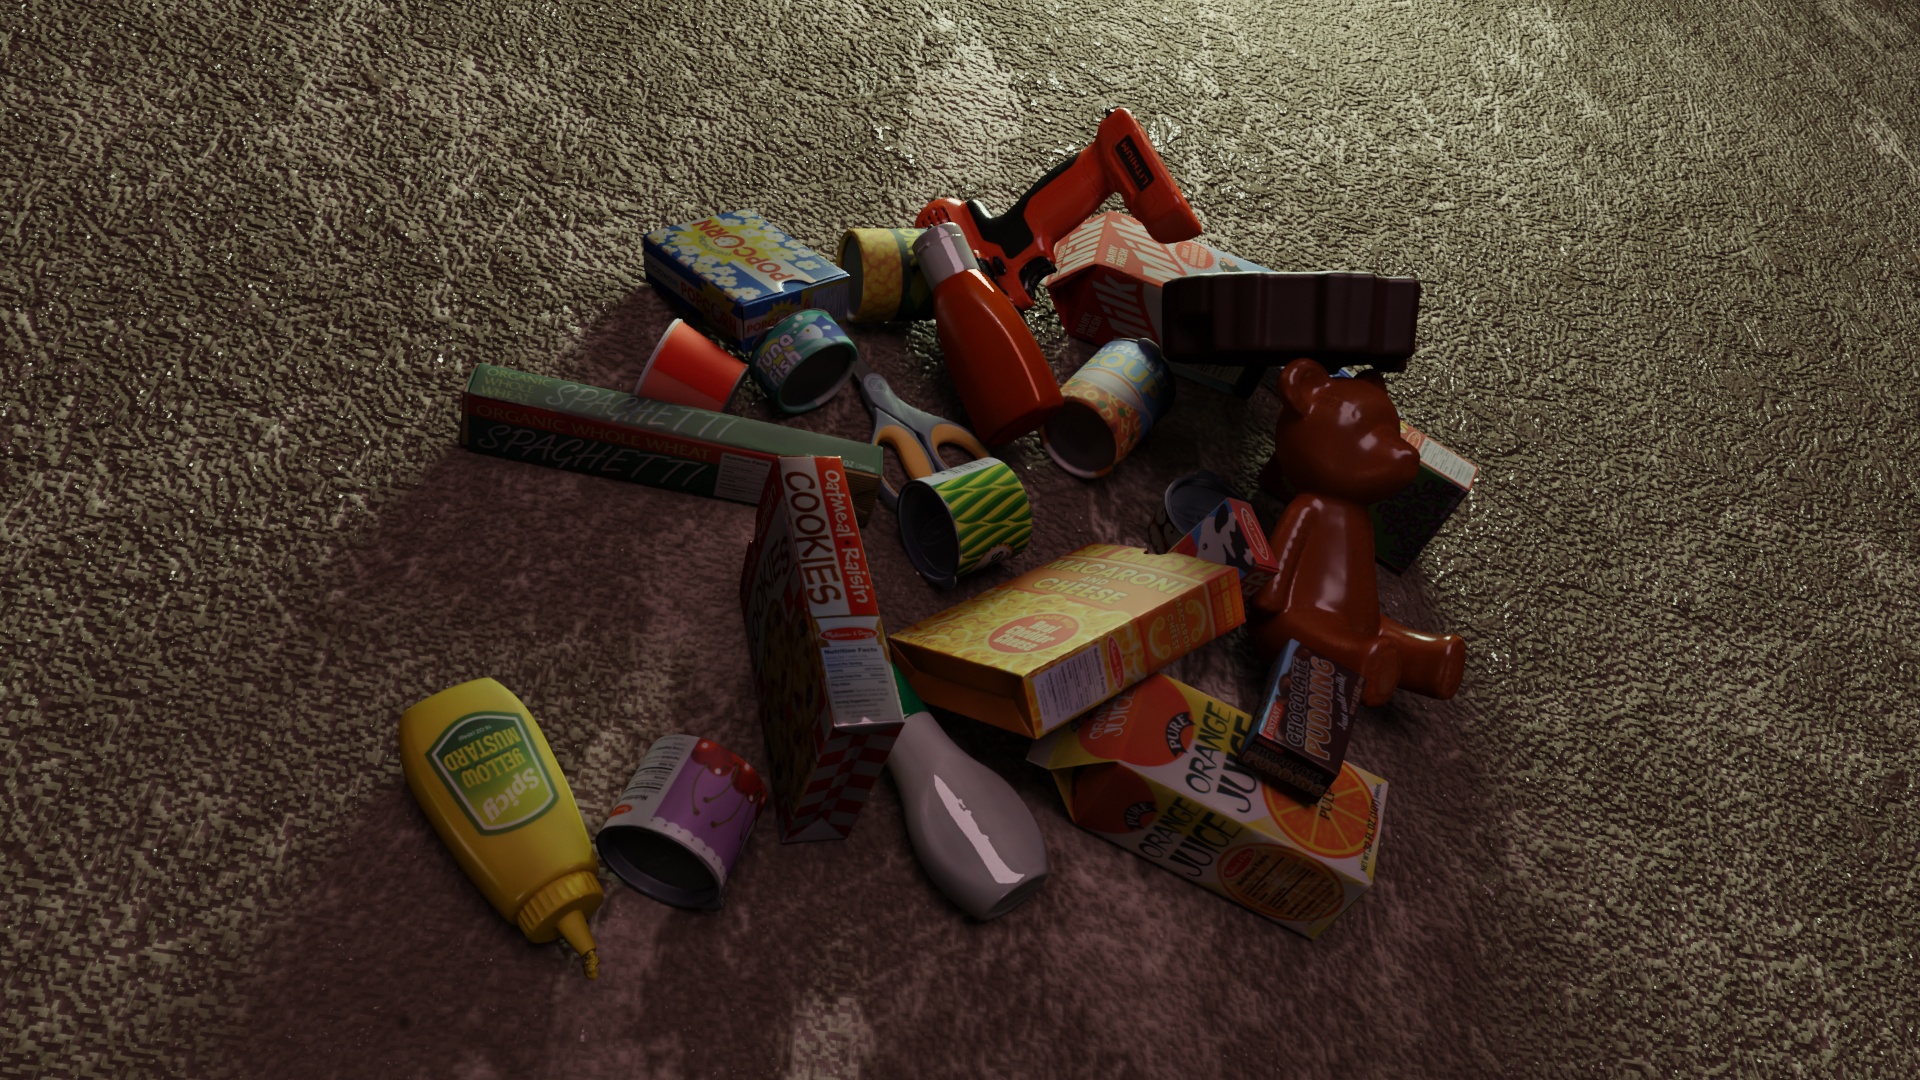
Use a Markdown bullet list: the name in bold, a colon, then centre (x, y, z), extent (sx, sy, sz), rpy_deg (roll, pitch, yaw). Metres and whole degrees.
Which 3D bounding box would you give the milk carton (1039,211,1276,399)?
- **milk carton**: centre (0.146, -0.184, 1.048), extent (0.191, 0.073, 0.073), rpy_deg (19, 48, -3)

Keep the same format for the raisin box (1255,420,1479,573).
- **raisin box**: centre (0.283, -0.046, 0.974), extent (0.123, 0.085, 0.040), rpy_deg (34, 43, 9)

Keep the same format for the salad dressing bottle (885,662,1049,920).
- **salad dressing bottle**: centre (-0.011, 0.132, 0.752), extent (0.064, 0.043, 0.148), rpy_deg (-21, 61, -30)

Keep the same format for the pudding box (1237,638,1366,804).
- **pudding box**: centre (0.187, 0.098, 0.761), extent (0.050, 0.030, 0.084), rpy_deg (29, 42, 7)

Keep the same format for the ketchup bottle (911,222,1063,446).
- **ketchup bottle**: centre (0.013, -0.141, 0.930), extent (0.044, 0.064, 0.149), rpy_deg (-12, 74, -48)

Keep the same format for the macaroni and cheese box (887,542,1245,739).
- **macaroni and cheese box**: centre (0.062, 0.051, 0.799), extent (0.167, 0.040, 0.123), rpy_deg (-24, 21, -33)

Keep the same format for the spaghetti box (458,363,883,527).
- **spaghetti box**: centre (-0.173, -0.056, 0.844), extent (0.250, 0.049, 0.029), rpy_deg (11, 47, -11)

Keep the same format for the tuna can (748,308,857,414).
- **tuna can**: centre (-0.103, -0.116, 0.905), extent (0.071, 0.070, 0.033), rpy_deg (-25, 64, -34)

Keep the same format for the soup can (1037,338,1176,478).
- **soup can**: centre (0.102, -0.093, 0.958), extent (0.071, 0.071, 0.084), rpy_deg (36, 49, 11)

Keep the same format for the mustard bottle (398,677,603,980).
- **mustard bottle**: centre (-0.211, 0.141, 0.668), extent (0.065, 0.048, 0.160), rpy_deg (-26, 64, -32)

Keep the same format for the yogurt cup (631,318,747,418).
- **yogurt cup**: centre (-0.169, -0.097, 0.871), extent (0.054, 0.072, 0.073), rpy_deg (27, 48, -7)

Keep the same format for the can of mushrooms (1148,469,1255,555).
- **can of mushrooms**: centre (0.163, -0.011, 0.938), extent (0.071, 0.033, 0.071), rpy_deg (10, 50, -11)

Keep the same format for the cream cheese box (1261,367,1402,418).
- **cream cheese box**: centre (0.283, -0.112, 1.070), extent (0.104, 0.024, 0.053), rpy_deg (44, 53, 18)

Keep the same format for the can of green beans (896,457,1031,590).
- **can of green beans**: centre (0.002, -0.013, 0.860), extent (0.058, 0.071, 0.071), rpy_deg (-19, 61, -32)

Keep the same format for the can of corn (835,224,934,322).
- **can of corn**: centre (-0.051, -0.190, 0.983), extent (0.058, 0.070, 0.071), rpy_deg (-5, 54, -23)

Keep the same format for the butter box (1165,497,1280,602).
- **butter box**: centre (0.147, 0.026, 0.856), extent (0.024, 0.103, 0.053), rpy_deg (14, 44, -35)

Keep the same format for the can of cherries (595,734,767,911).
- **can of cherries**: centre (-0.135, 0.140, 0.687), extent (0.071, 0.071, 0.059), rpy_deg (24, 47, 0)

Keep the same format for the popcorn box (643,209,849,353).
- **popcorn box**: centre (-0.146, -0.178, 0.939), extent (0.085, 0.038, 0.127), rpy_deg (-23, 45, -34)

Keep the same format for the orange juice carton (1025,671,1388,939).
- **orange juice carton**: centre (0.133, 0.138, 0.777), extent (0.193, 0.072, 0.072), rpy_deg (26, 47, 2)

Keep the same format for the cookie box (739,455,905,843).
- **cookie box**: centre (-0.080, 0.056, 0.735), extent (0.040, 0.122, 0.168), rpy_deg (-1, 53, -21)
